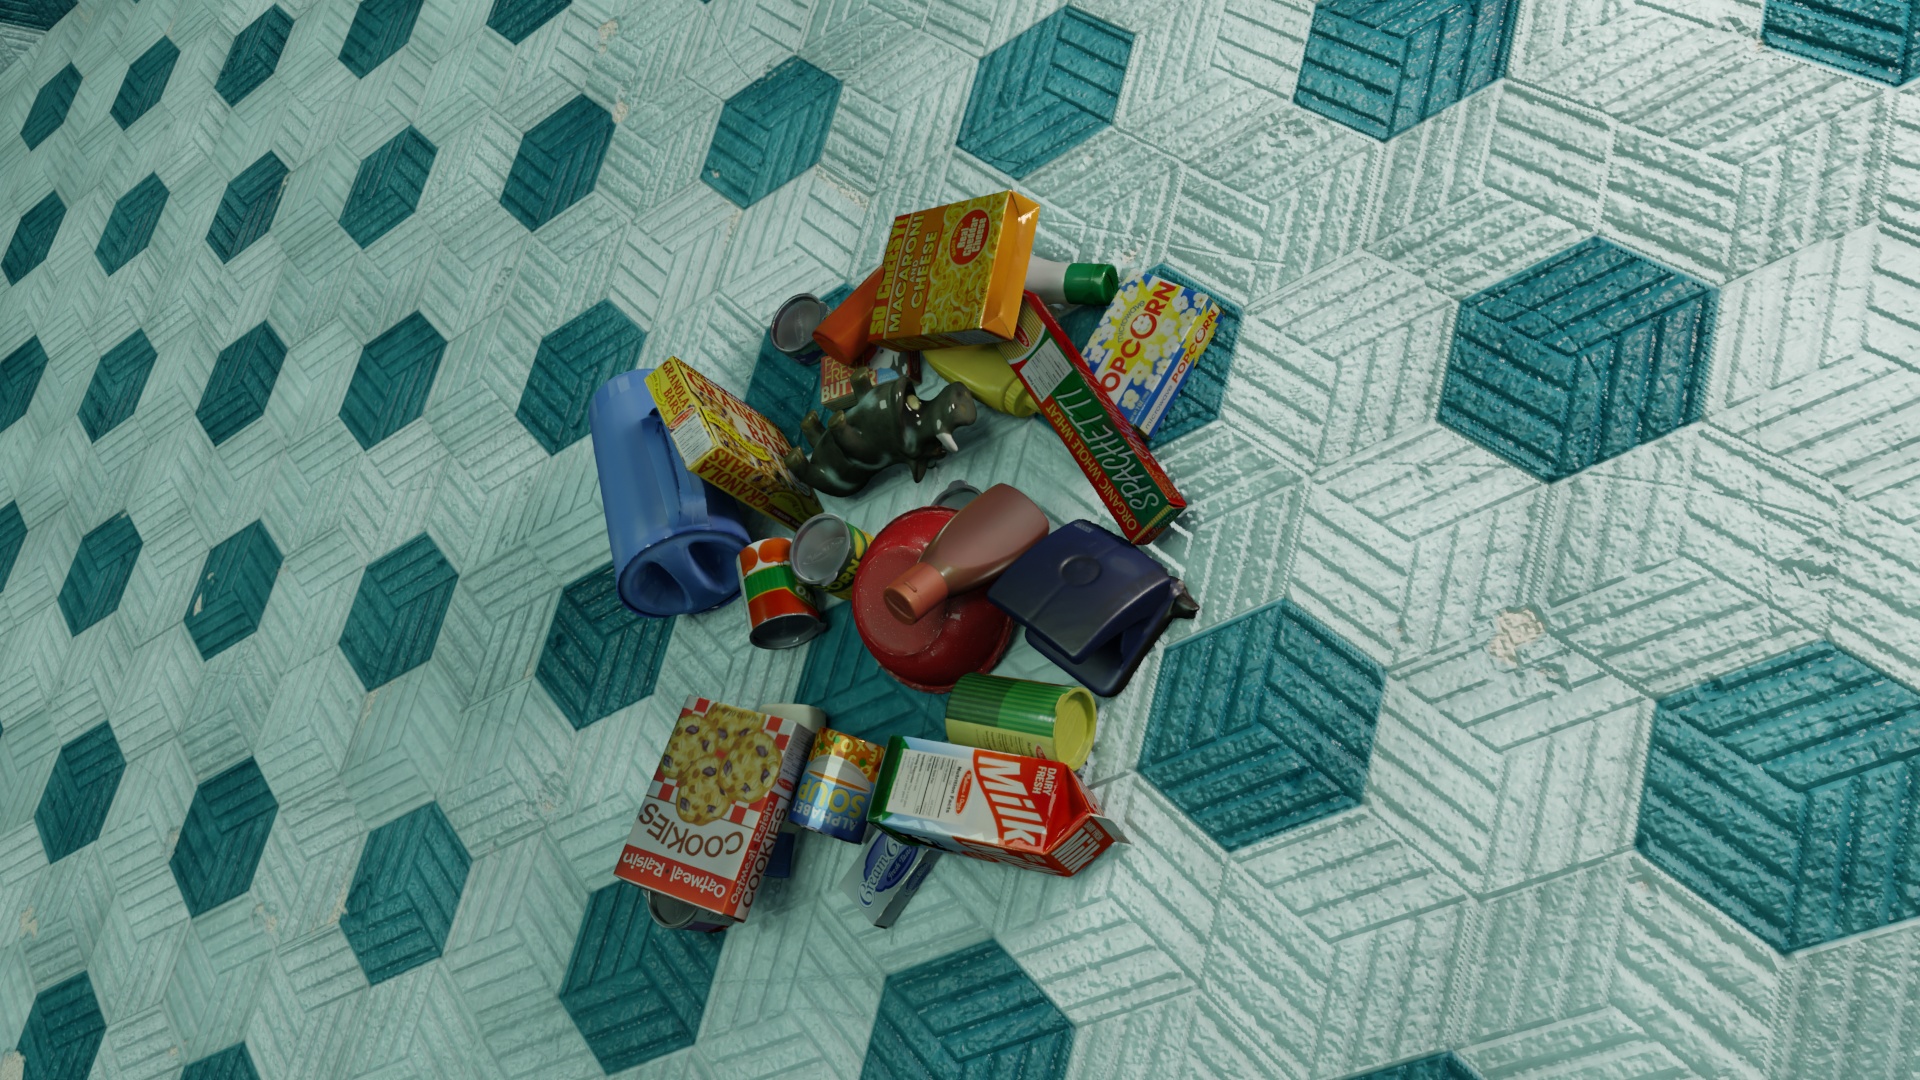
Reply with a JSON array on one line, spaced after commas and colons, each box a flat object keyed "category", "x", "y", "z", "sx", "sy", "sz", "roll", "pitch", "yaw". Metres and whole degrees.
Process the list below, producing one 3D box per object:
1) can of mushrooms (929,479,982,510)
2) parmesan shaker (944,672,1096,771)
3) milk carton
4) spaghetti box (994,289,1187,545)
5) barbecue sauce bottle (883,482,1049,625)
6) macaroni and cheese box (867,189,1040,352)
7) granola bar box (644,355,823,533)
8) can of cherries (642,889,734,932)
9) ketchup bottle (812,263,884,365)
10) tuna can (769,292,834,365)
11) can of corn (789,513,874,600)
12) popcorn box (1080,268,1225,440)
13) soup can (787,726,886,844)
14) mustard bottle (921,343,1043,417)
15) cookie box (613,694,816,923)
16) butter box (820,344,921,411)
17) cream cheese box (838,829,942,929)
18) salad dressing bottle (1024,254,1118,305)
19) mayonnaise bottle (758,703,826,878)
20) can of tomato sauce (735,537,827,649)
[{"category": "can of mushrooms", "x": 0.004, "y": -0.015, "z": 1.212, "sx": 0.071, "sy": 0.033, "sz": 0.071, "roll": -12, "pitch": 66, "yaw": 29}, {"category": "parmesan shaker", "x": 0.047, "y": 0.140, "z": 1.101, "sx": 0.103, "sy": 0.071, "sz": 0.071, "roll": 5, "pitch": 75, "yaw": 34}, {"category": "milk carton", "x": 0.033, "y": 0.207, "z": 1.068, "sx": 0.190, "sy": 0.072, "sz": 0.074, "roll": 5, "pitch": 66, "yaw": 25}, {"category": "spaghetti box", "x": 0.100, "y": -0.104, "z": 1.145, "sx": 0.050, "sy": 0.029, "sz": 0.251, "roll": -47, "pitch": 59, "yaw": 27}, {"category": "barbecue sauce bottle", "x": 0.002, "y": 0.013, "z": 1.111, "sx": 0.065, "sy": 0.043, "sz": 0.149, "roll": 41, "pitch": 55, "yaw": 19}, {"category": "macaroni and cheese box", "x": -0.010, "y": -0.234, "z": 1.222, "sx": 0.166, "sy": 0.040, "sz": 0.124, "roll": 4, "pitch": 79, "yaw": 51}, {"category": "granola bar box", "x": -0.208, "y": -0.088, "z": 1.294, "sx": 0.039, "sy": 0.165, "sz": 0.124, "roll": -39, "pitch": 56, "yaw": 11}, {"category": "can of cherries", "x": -0.233, "y": 0.308, "z": 1.221, "sx": 0.071, "sy": 0.058, "sz": 0.072, "roll": -11, "pitch": 67, "yaw": 29}, {"category": "ketchup bottle", "x": -0.073, "y": -0.233, "z": 1.322, "sx": 0.149, "sy": 0.043, "sz": 0.065, "roll": -47, "pitch": 32, "yaw": -10}, {"category": "tuna can", "x": -0.153, "y": -0.212, "z": 1.390, "sx": 0.071, "sy": 0.033, "sz": 0.071, "roll": -12, "pitch": 66, "yaw": 28}, {"category": "can of corn", "x": -0.110, "y": 0.018, "z": 1.256, "sx": 0.071, "sy": 0.058, "sz": 0.071, "roll": -12, "pitch": 66, "yaw": 28}, {"category": "popcorn box", "x": 0.152, "y": -0.158, "z": 1.171, "sx": 0.085, "sy": 0.038, "sz": 0.126, "roll": 30, "pitch": 89, "yaw": 38}, {"category": "soup can", "x": -0.102, "y": 0.206, "z": 1.169, "sx": 0.071, "sy": 0.071, "sz": 0.084, "roll": 11, "pitch": 78, "yaw": 35}, {"category": "mustard bottle", "x": 0.030, "y": -0.149, "z": 1.239, "sx": 0.065, "sy": 0.048, "sz": 0.161, "roll": -49, "pitch": 54, "yaw": 3}, {"category": "cookie box", "x": -0.208, "y": 0.226, "z": 1.184, "sx": 0.123, "sy": 0.040, "sz": 0.168, "roll": 9, "pitch": 69, "yaw": 30}, {"category": "butter box", "x": -0.087, "y": -0.163, "z": 1.334, "sx": 0.103, "sy": 0.024, "sz": 0.053, "roll": -15, "pitch": 64, "yaw": 27}, {"category": "cream cheese box", "x": -0.052, "y": 0.261, "z": 1.145, "sx": 0.053, "sy": 0.024, "sz": 0.103, "roll": 37, "pitch": 93, "yaw": 38}, {"category": "salad dressing bottle", "x": 0.067, "y": -0.231, "z": 1.242, "sx": 0.147, "sy": 0.064, "sz": 0.044, "roll": 7, "pitch": 60, "yaw": 29}, {"category": "mayonnaise bottle", "x": -0.158, "y": 0.219, "z": 1.219, "sx": 0.064, "sy": 0.041, "sz": 0.148, "roll": -3, "pitch": 71, "yaw": 31}, {"category": "can of tomato sauce", "x": -0.166, "y": 0.048, "z": 1.276, "sx": 0.071, "sy": 0.071, "sz": 0.083, "roll": -28, "pitch": 58, "yaw": 21}]
